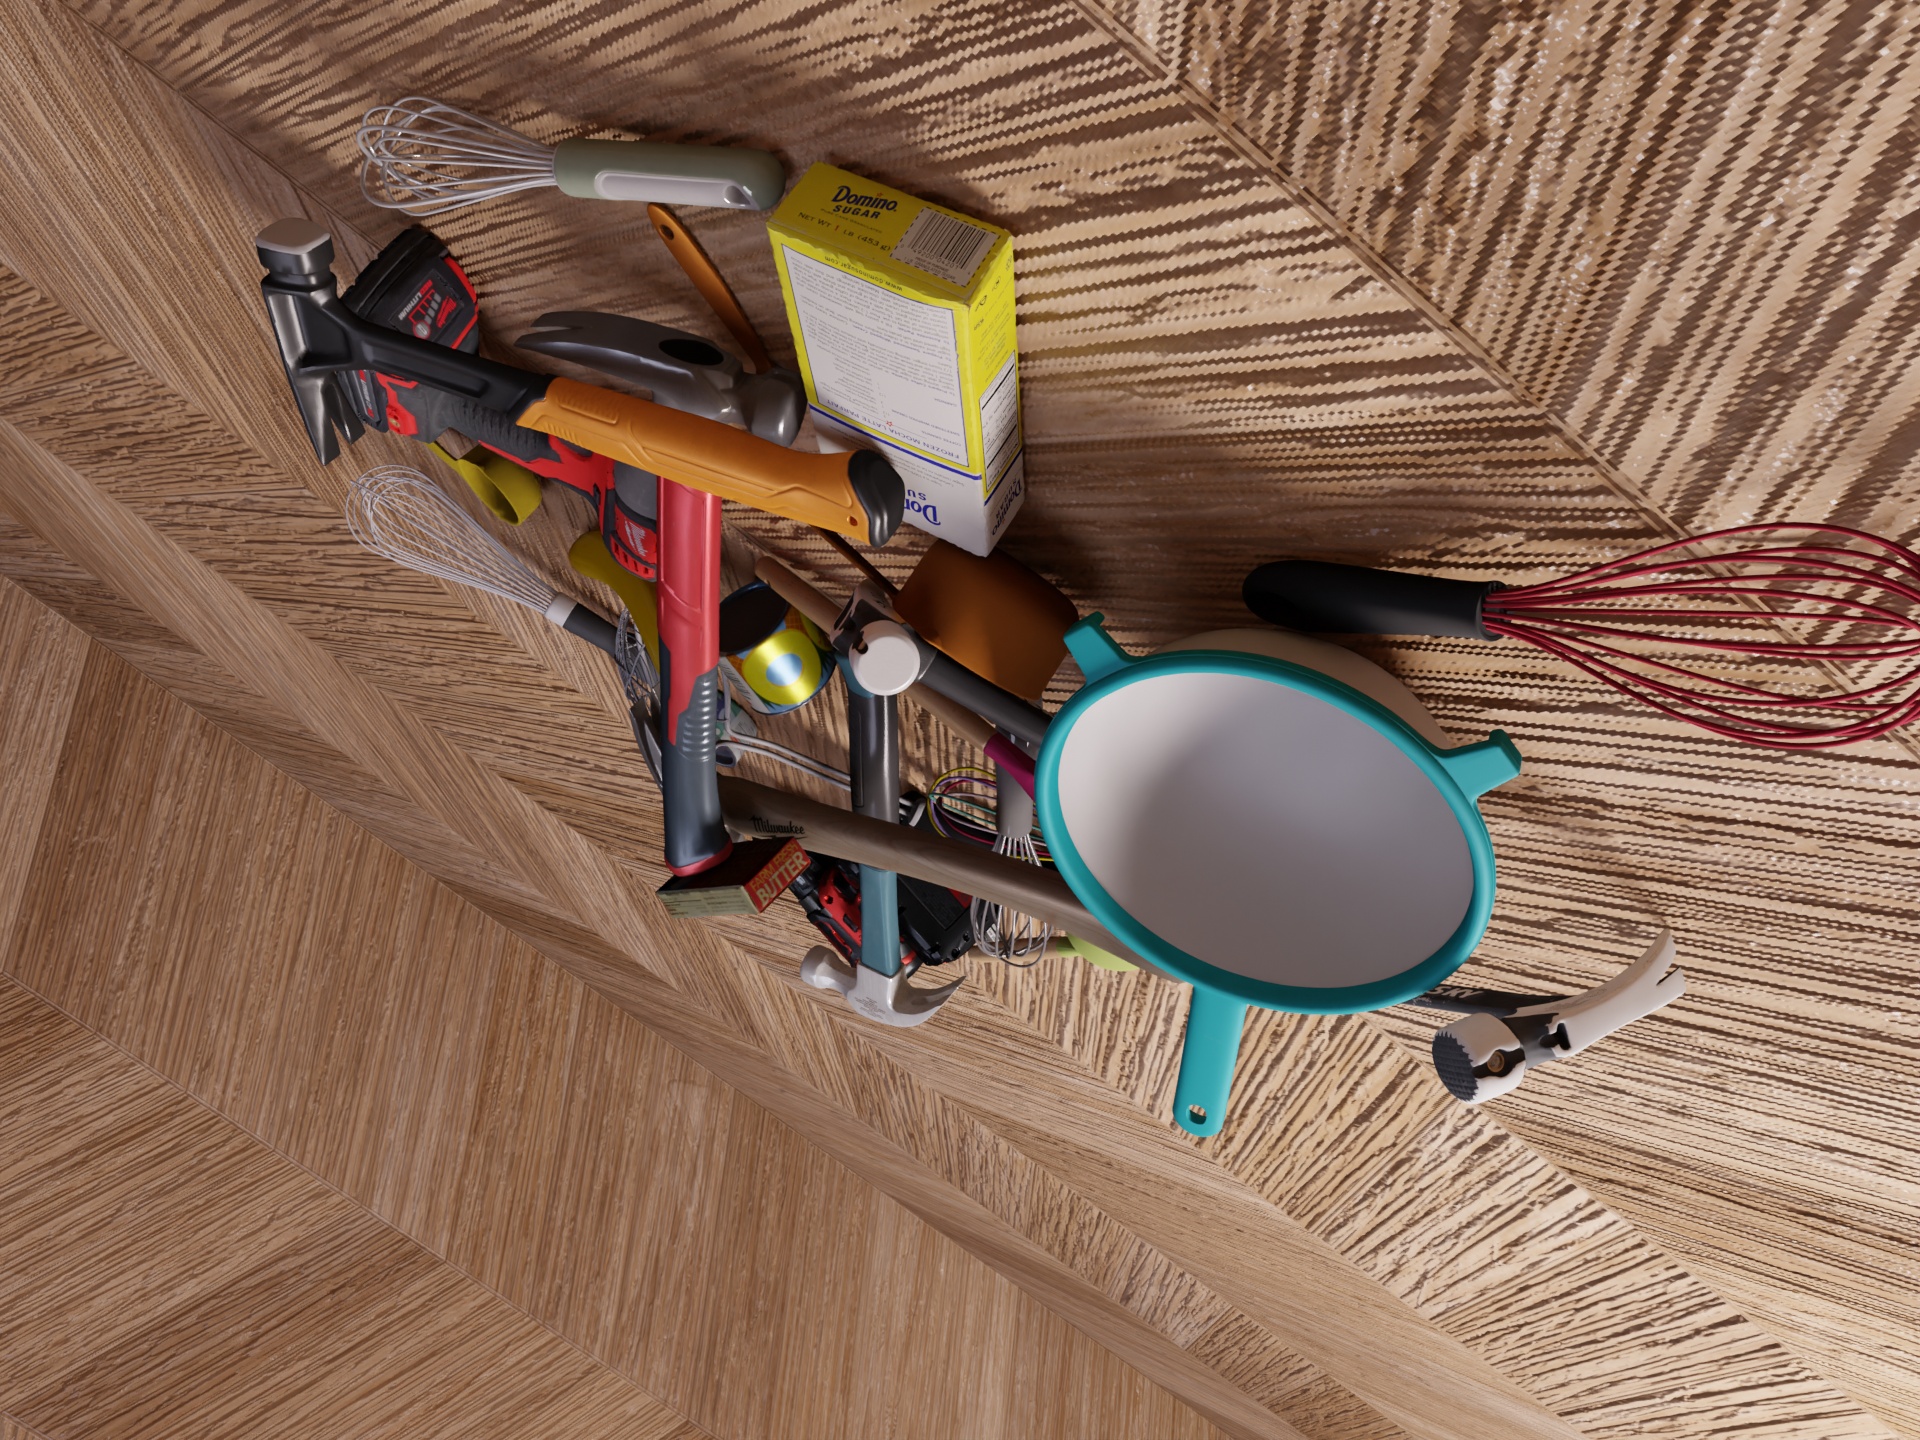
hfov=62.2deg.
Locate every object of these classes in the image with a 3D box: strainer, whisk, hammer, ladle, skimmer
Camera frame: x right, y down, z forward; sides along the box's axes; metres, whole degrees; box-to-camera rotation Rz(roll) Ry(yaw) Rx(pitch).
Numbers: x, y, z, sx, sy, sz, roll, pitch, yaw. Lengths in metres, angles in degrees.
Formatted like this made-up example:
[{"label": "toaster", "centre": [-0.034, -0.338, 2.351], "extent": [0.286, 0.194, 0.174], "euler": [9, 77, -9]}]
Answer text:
[{"label": "strainer", "centre": [0.147, 0.078, 0.784], "extent": [0.211, 0.095, 0.340], "euler": [18, 136, 17]}, {"label": "whisk", "centre": [0.035, 0.065, 0.969], "extent": [0.055, 0.055, 0.238], "euler": [23, 134, 24]}, {"label": "hammer", "centre": [-0.183, -0.140, 0.759], "extent": [0.337, 0.034, 0.127], "euler": [19, 136, 15]}, {"label": "whisk", "centre": [-0.325, -0.100, 1.181], "extent": [0.284, 0.070, 0.070], "euler": [32, 158, -10]}, {"label": "ladle", "centre": [0.066, 0.154, 1.164], "extent": [0.078, 0.062, 0.320], "euler": [3, 170, -20]}, {"label": "whisk", "centre": [0.083, 0.079, 1.017], "extent": [0.245, 0.047, 0.051], "euler": [16, 154, 26]}, {"label": "hammer", "centre": [0.222, 0.146, 0.899], "extent": [0.409, 0.149, 0.036], "euler": [169, 85, -70]}, {"label": "hammer", "centre": [0.076, 0.023, 0.853], "extent": [0.334, 0.035, 0.146], "euler": [30, -170, -18]}, {"label": "hammer", "centre": [-0.057, 0.082, 1.062], "extent": [0.128, 0.033, 0.330], "euler": [22, 133, 25]}, {"label": "hammer", "centre": [-0.035, 0.074, 0.966], "extent": [0.411, 0.038, 0.146], "euler": [13, 137, 34]}, {"label": "skimmer", "centre": [-0.077, 0.016, 1.109], "extent": [0.363, 0.090, 0.127], "euler": [25, 141, -6]}, {"label": "whisk", "centre": [0.214, -0.038, 0.589], "extent": [0.296, 0.073, 0.073], "euler": [12, 150, 53]}, {"label": "hammer", "centre": [-0.168, -0.048, 0.897], "extent": [0.143, 0.038, 0.386], "euler": [18, 136, 7]}, {"label": "whisk", "centre": [-0.179, -0.245, 0.705], "extent": [0.246, 0.059, 0.057], "euler": [14, 163, 29]}]

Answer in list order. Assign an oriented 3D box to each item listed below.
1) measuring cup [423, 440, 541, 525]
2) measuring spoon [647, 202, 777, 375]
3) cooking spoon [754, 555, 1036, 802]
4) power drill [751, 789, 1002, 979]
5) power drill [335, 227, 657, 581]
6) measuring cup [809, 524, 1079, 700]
[{"label": "measuring cup", "centre": [-0.340, -0.189, 1.069], "extent": [0.157, 0.029, 0.062], "euler": [39, 160, 17]}, {"label": "measuring spoon", "centre": [-0.117, -0.197, 0.760], "extent": [0.021, 0.011, 0.116], "euler": [12, 149, 41]}, {"label": "cooking spoon", "centre": [-0.001, -0.003, 0.909], "extent": [0.319, 0.017, 0.068], "euler": [37, 161, 18]}, {"label": "power drill", "centre": [-0.076, 0.121, 1.237], "extent": [0.188, 0.080, 0.226], "euler": [48, 155, -4]}, {"label": "power drill", "centre": [-0.238, -0.171, 0.896], "extent": [0.219, 0.078, 0.143], "euler": [32, 157, -3]}, {"label": "measuring cup", "centre": [-0.014, -0.080, 0.800], "extent": [0.174, 0.052, 0.095], "euler": [40, -168, 21]}]
